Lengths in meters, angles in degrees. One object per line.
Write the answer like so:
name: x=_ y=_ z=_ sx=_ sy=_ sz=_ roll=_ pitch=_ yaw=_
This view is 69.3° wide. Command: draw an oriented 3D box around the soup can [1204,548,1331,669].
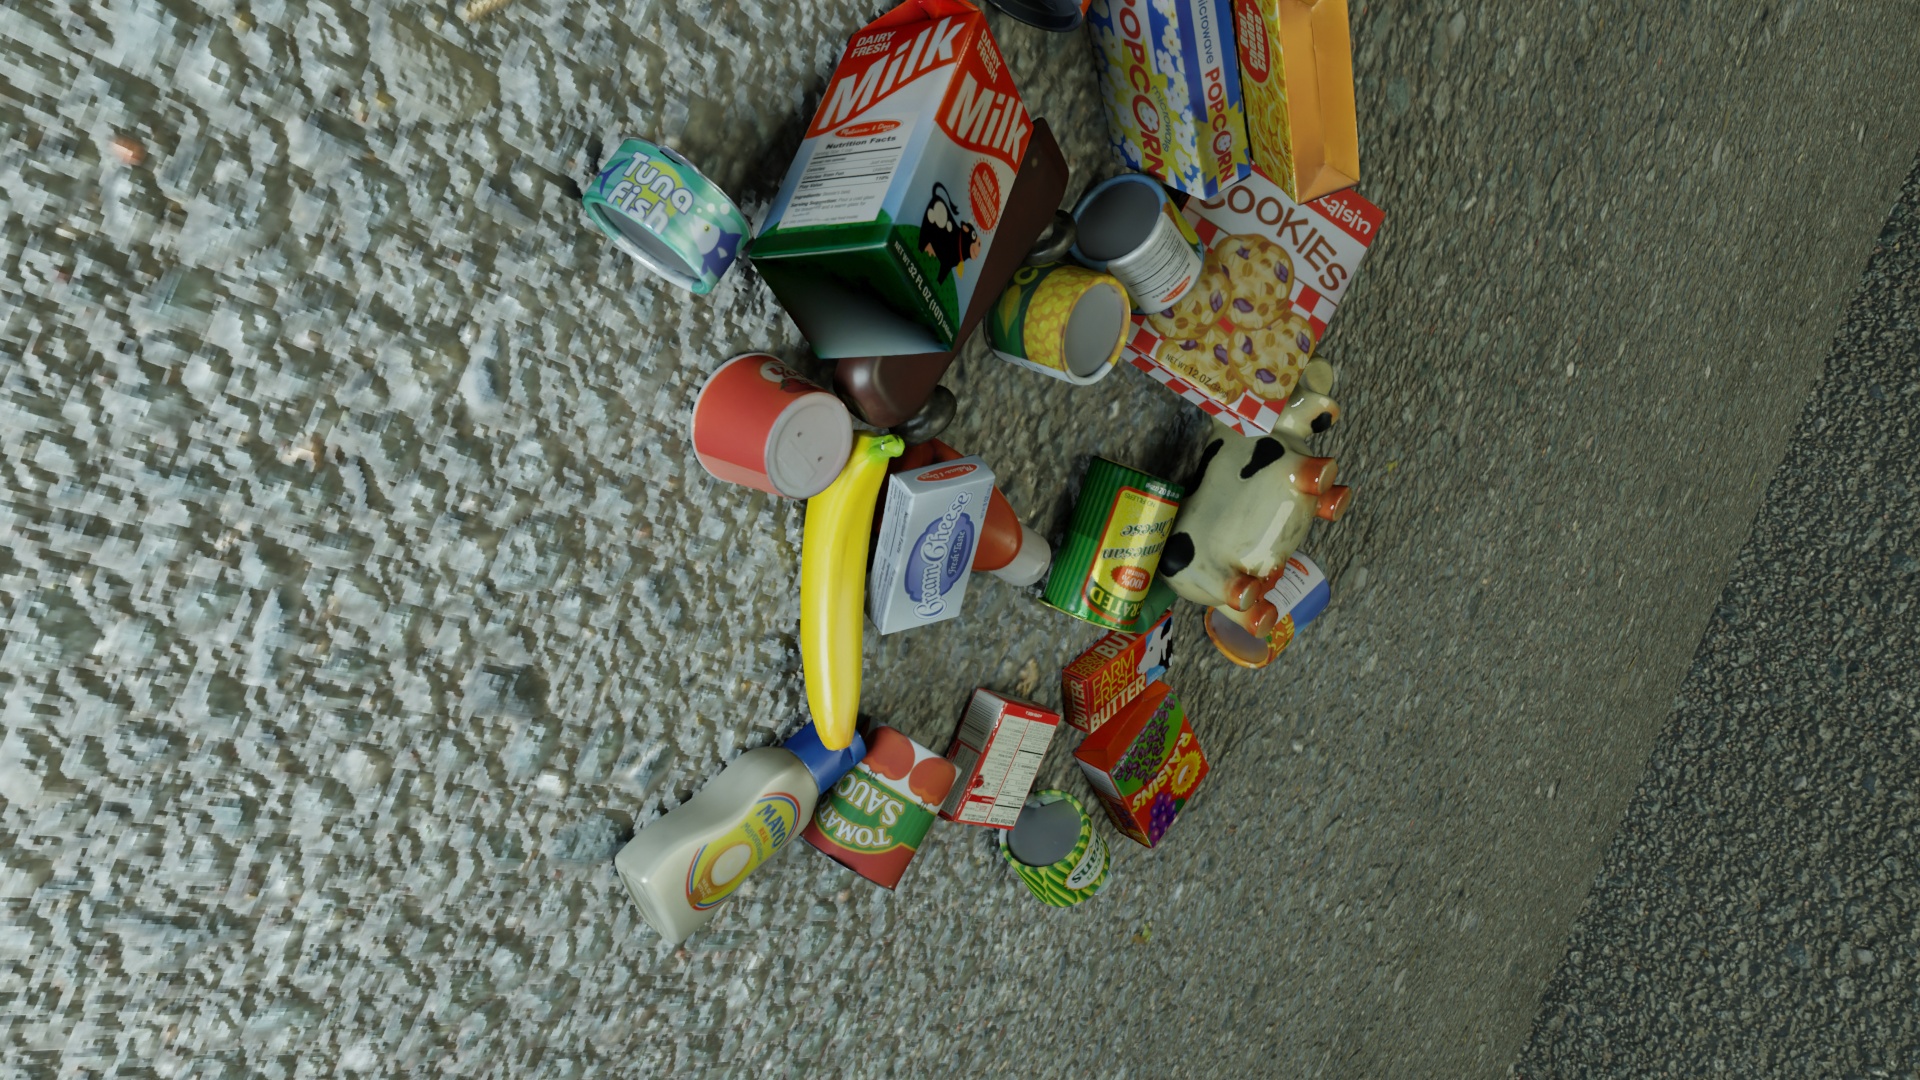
soup can: x=0.246 y=0.056 z=1.116 sx=0.084 sy=0.071 sz=0.071 roll=-38 pitch=134 yaw=-30

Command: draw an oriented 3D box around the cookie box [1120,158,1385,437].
cookie box: x=0.182 y=-0.170 z=0.894 sx=0.123 sy=0.040 sz=0.167 roll=30 pitch=84 yaw=-12

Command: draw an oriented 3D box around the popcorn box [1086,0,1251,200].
popcorn box: x=0.116 y=-0.265 z=0.784 sx=0.038 sy=0.085 sz=0.126 roll=-34 pitch=133 yaw=-16

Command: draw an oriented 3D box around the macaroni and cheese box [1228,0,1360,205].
macaroni and cheese box: x=0.166 y=-0.281 z=0.779 sx=0.040 sy=0.167 sz=0.123 roll=-19 pitch=130 yaw=-1

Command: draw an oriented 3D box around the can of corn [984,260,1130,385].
can of corn: x=0.057 y=-0.131 z=0.809 sx=0.071 sy=0.058 sz=0.070 roll=-26 pitch=127 yaw=-39

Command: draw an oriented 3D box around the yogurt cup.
yogurt cup: x=-0.090 y=-0.054 z=0.683 sx=0.073 sy=0.054 sz=0.072 roll=-25 pitch=126 yaw=-39

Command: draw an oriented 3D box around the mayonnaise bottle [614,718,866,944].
mayonnaise bottle: x=-0.117 y=0.151 z=0.766 sx=0.149 sy=0.041 sz=0.064 roll=-38 pitch=132 yaw=-30

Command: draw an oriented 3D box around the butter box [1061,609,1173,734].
butter box: x=0.117 y=0.093 z=1.019 sx=0.104 sy=0.024 sz=0.052 roll=-33 pitch=132 yaw=-34

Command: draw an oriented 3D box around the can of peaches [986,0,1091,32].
can of peaches: x=0.045 y=-0.300 z=0.699 sx=0.071 sy=0.071 sz=0.058 roll=29 pitch=86 yaw=-51

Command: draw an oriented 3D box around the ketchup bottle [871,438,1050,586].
ketchup bottle: x=0.003 y=-0.010 z=0.820 sx=0.064 sy=0.043 sz=0.148 roll=-57 pitch=142 yaw=2

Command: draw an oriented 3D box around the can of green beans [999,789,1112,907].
can of green beans: x=0.068 y=0.220 z=0.994 sx=0.071 sy=0.071 sz=0.057 roll=-50 pitch=139 yaw=-19

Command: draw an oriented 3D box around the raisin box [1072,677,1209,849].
raisin box: x=0.142 y=0.172 z=1.077 sx=0.086 sy=0.040 sz=0.123 roll=-50 pitch=138 yaw=-20

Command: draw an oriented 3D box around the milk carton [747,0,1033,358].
milk carton: x=-0.022 y=-0.182 z=0.655 sx=0.072 sy=0.073 sz=0.191 roll=54 pitch=45 yaw=-48

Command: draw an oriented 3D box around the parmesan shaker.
parmesan shaker: x=0.099 y=0.001 z=0.920 sx=0.071 sy=0.071 sz=0.103 roll=12 pitch=99 yaw=-51

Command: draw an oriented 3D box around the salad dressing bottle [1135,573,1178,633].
salad dressing bottle: x=0.165 y=0.007 z=1.016 sx=0.148 sy=0.044 sz=0.064 roll=-44 pitch=135 yaw=-25

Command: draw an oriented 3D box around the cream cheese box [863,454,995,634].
cream cheese box: x=-0.018 y=0.003 z=0.755 sx=0.053 sy=0.024 sz=0.103 roll=-13 pitch=136 yaw=-30

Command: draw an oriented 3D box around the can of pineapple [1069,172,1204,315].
can of pineapple: x=0.104 y=-0.179 z=0.835 sx=0.058 sy=0.071 sz=0.071 roll=36 pitch=81 yaw=-50

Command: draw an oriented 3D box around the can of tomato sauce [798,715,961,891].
can of tomato sauce: x=-0.048 y=0.156 z=0.828 sx=0.083 sy=0.071 sz=0.071 roll=-60 pitch=141 yaw=-9

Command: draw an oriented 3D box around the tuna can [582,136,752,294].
tuna can: x=-0.124 y=-0.137 z=0.588 sx=0.033 sy=0.071 sz=0.071 roll=-57 pitch=141 yaw=-10
